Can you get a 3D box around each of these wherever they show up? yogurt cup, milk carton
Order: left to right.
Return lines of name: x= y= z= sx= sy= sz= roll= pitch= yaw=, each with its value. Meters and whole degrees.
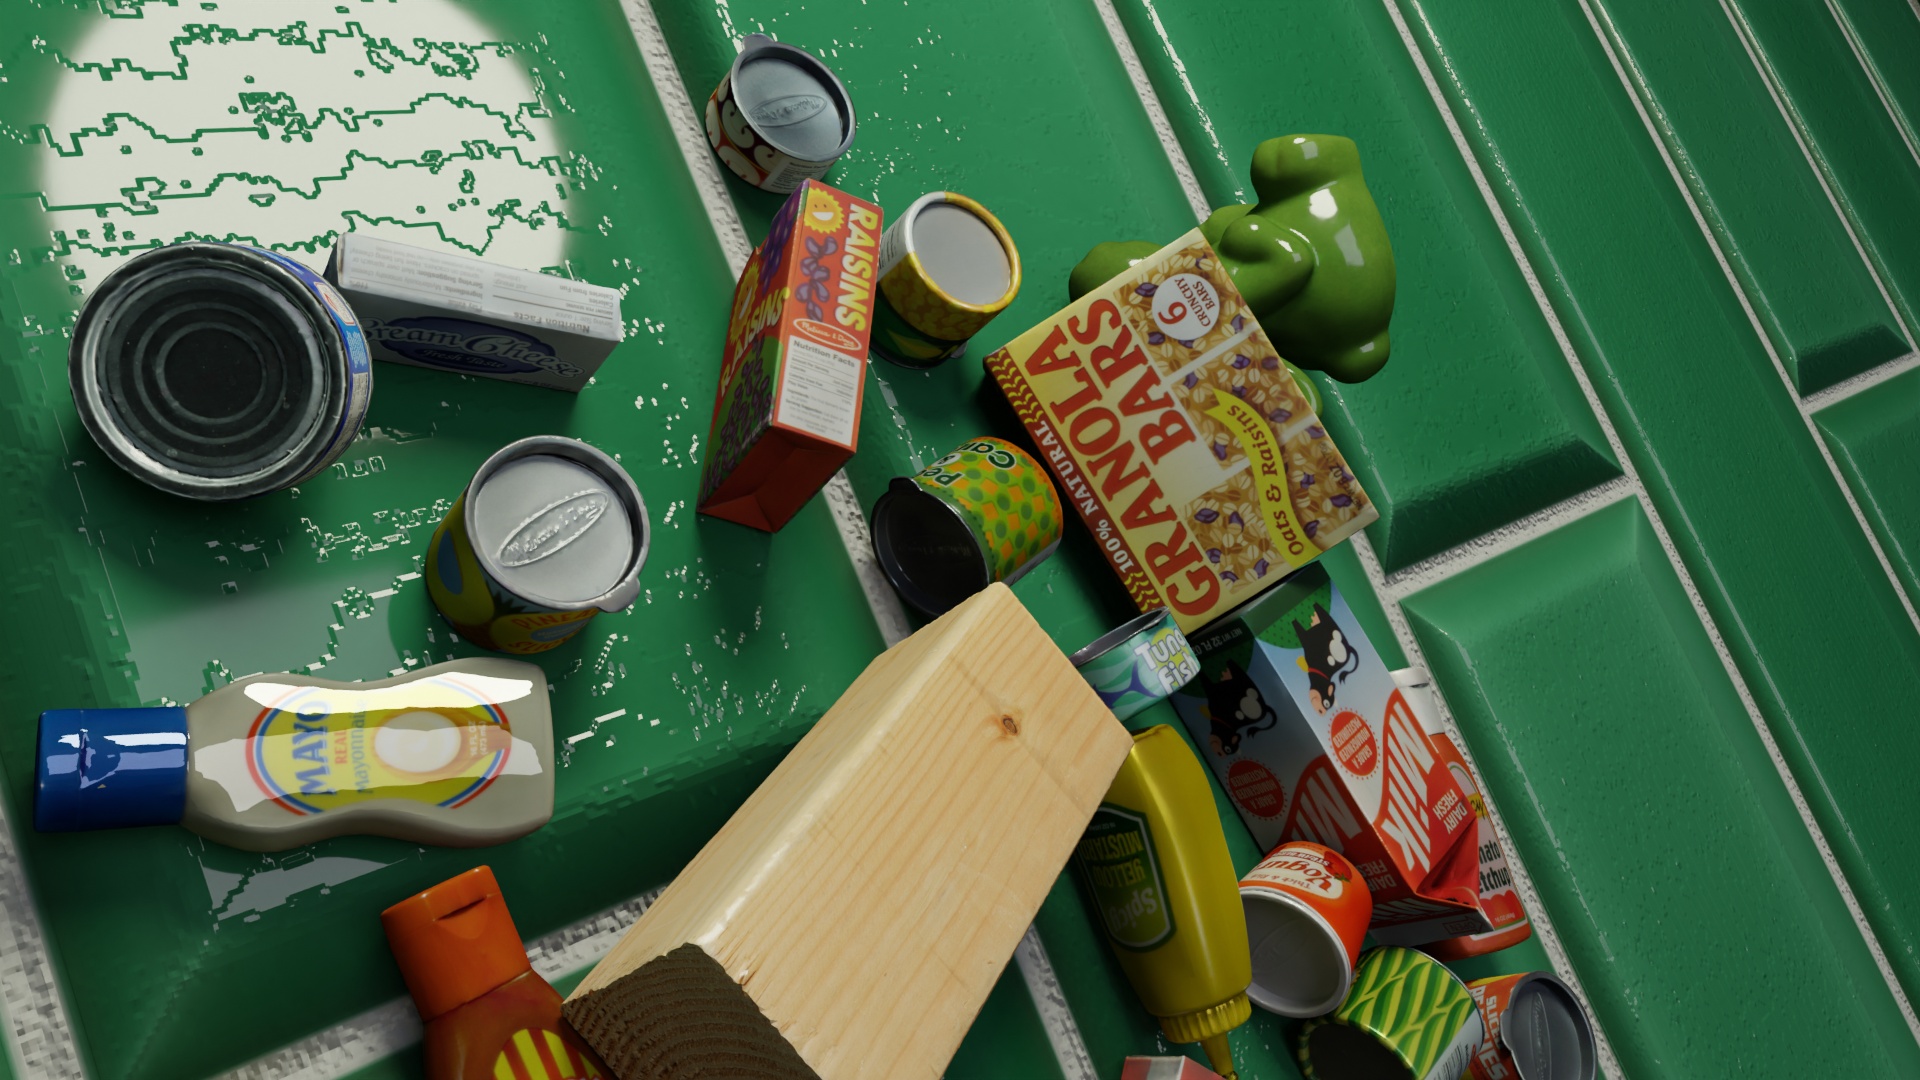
yogurt cup: x=0.155 y=0.176 z=0.641 sx=0.054 sy=0.072 sz=0.072 roll=-34 pitch=90 yaw=-48
milk carton: x=0.183 y=0.115 z=0.683 sx=0.074 sy=0.072 sz=0.190 roll=-29 pitch=87 yaw=-40

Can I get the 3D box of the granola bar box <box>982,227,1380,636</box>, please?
granola bar box: x=0.106 y=-0.049 z=0.683 sx=0.124 sy=0.039 sz=0.165 roll=-32 pitch=88 yaw=2

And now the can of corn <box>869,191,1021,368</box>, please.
can of corn: x=-0.011 y=-0.123 z=0.667 sx=0.071 sy=0.058 sz=0.071 roll=15 pitch=62 yaw=-29

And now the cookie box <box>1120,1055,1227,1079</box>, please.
cookie box: x=0.126 y=0.307 z=0.575 sx=0.167 sy=0.040 sz=0.123 roll=34 pitch=53 yaw=-19

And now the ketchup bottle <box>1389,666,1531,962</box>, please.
ketchup bottle: x=0.250 y=0.143 z=0.736 sx=0.065 sy=0.043 sz=0.149 roll=-1 pitch=69 yaw=-35

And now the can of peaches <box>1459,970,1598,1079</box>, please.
can of peaches: x=0.268 y=0.250 z=0.689 sx=0.071 sy=0.058 sz=0.071 roll=14 pitch=62 yaw=-29

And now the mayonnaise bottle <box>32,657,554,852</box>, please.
mayonnaise bottle: x=-0.209 y=0.071 z=0.448 sx=0.148 sy=0.041 sz=0.065 roll=3 pitch=69 yaw=-35

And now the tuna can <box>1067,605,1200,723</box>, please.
tuna can: x=0.076 y=0.059 z=0.634 sx=0.071 sy=0.071 sz=0.033 roll=-29 pitch=88 yaw=-40

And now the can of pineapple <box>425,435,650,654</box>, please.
can of pineapple: x=-0.154 y=0.005 z=0.507 sx=0.071 sy=0.057 sz=0.071 roll=15 pitch=62 yaw=-29

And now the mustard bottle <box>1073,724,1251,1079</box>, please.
mustard bottle: x=0.092 y=0.163 z=0.604 sx=0.049 sy=0.065 sz=0.160 roll=-12 pitch=80 yaw=-43

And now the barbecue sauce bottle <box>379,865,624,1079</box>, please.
barbecue sauce bottle: x=-0.140 y=0.180 z=0.445 sx=0.065 sy=0.043 sz=0.148 roll=-20 pitch=81 yaw=-43

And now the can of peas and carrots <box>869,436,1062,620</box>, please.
can of peas and carrots: x=0.002 y=-0.008 z=0.616 sx=0.059 sy=0.070 sz=0.071 roll=-35 pitch=91 yaw=-41

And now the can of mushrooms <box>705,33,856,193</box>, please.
can of mushrooms: x=-0.088 y=-0.205 z=0.668 sx=0.071 sy=0.033 sz=0.071 roll=14 pitch=62 yaw=-29

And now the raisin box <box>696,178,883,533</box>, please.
raisin box: x=-0.072 y=-0.077 z=0.584 sx=0.040 sy=0.085 sz=0.124 roll=17 pitch=60 yaw=-23

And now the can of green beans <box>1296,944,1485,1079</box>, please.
can of green beans: x=0.198 y=0.232 z=0.643 sx=0.058 sy=0.071 sz=0.071 roll=-29 pitch=87 yaw=-39

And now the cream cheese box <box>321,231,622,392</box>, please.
cream cheese box: x=-0.187 y=-0.085 z=0.529 sx=0.104 sy=0.053 sz=0.024 roll=7 pitch=67 yaw=-32
